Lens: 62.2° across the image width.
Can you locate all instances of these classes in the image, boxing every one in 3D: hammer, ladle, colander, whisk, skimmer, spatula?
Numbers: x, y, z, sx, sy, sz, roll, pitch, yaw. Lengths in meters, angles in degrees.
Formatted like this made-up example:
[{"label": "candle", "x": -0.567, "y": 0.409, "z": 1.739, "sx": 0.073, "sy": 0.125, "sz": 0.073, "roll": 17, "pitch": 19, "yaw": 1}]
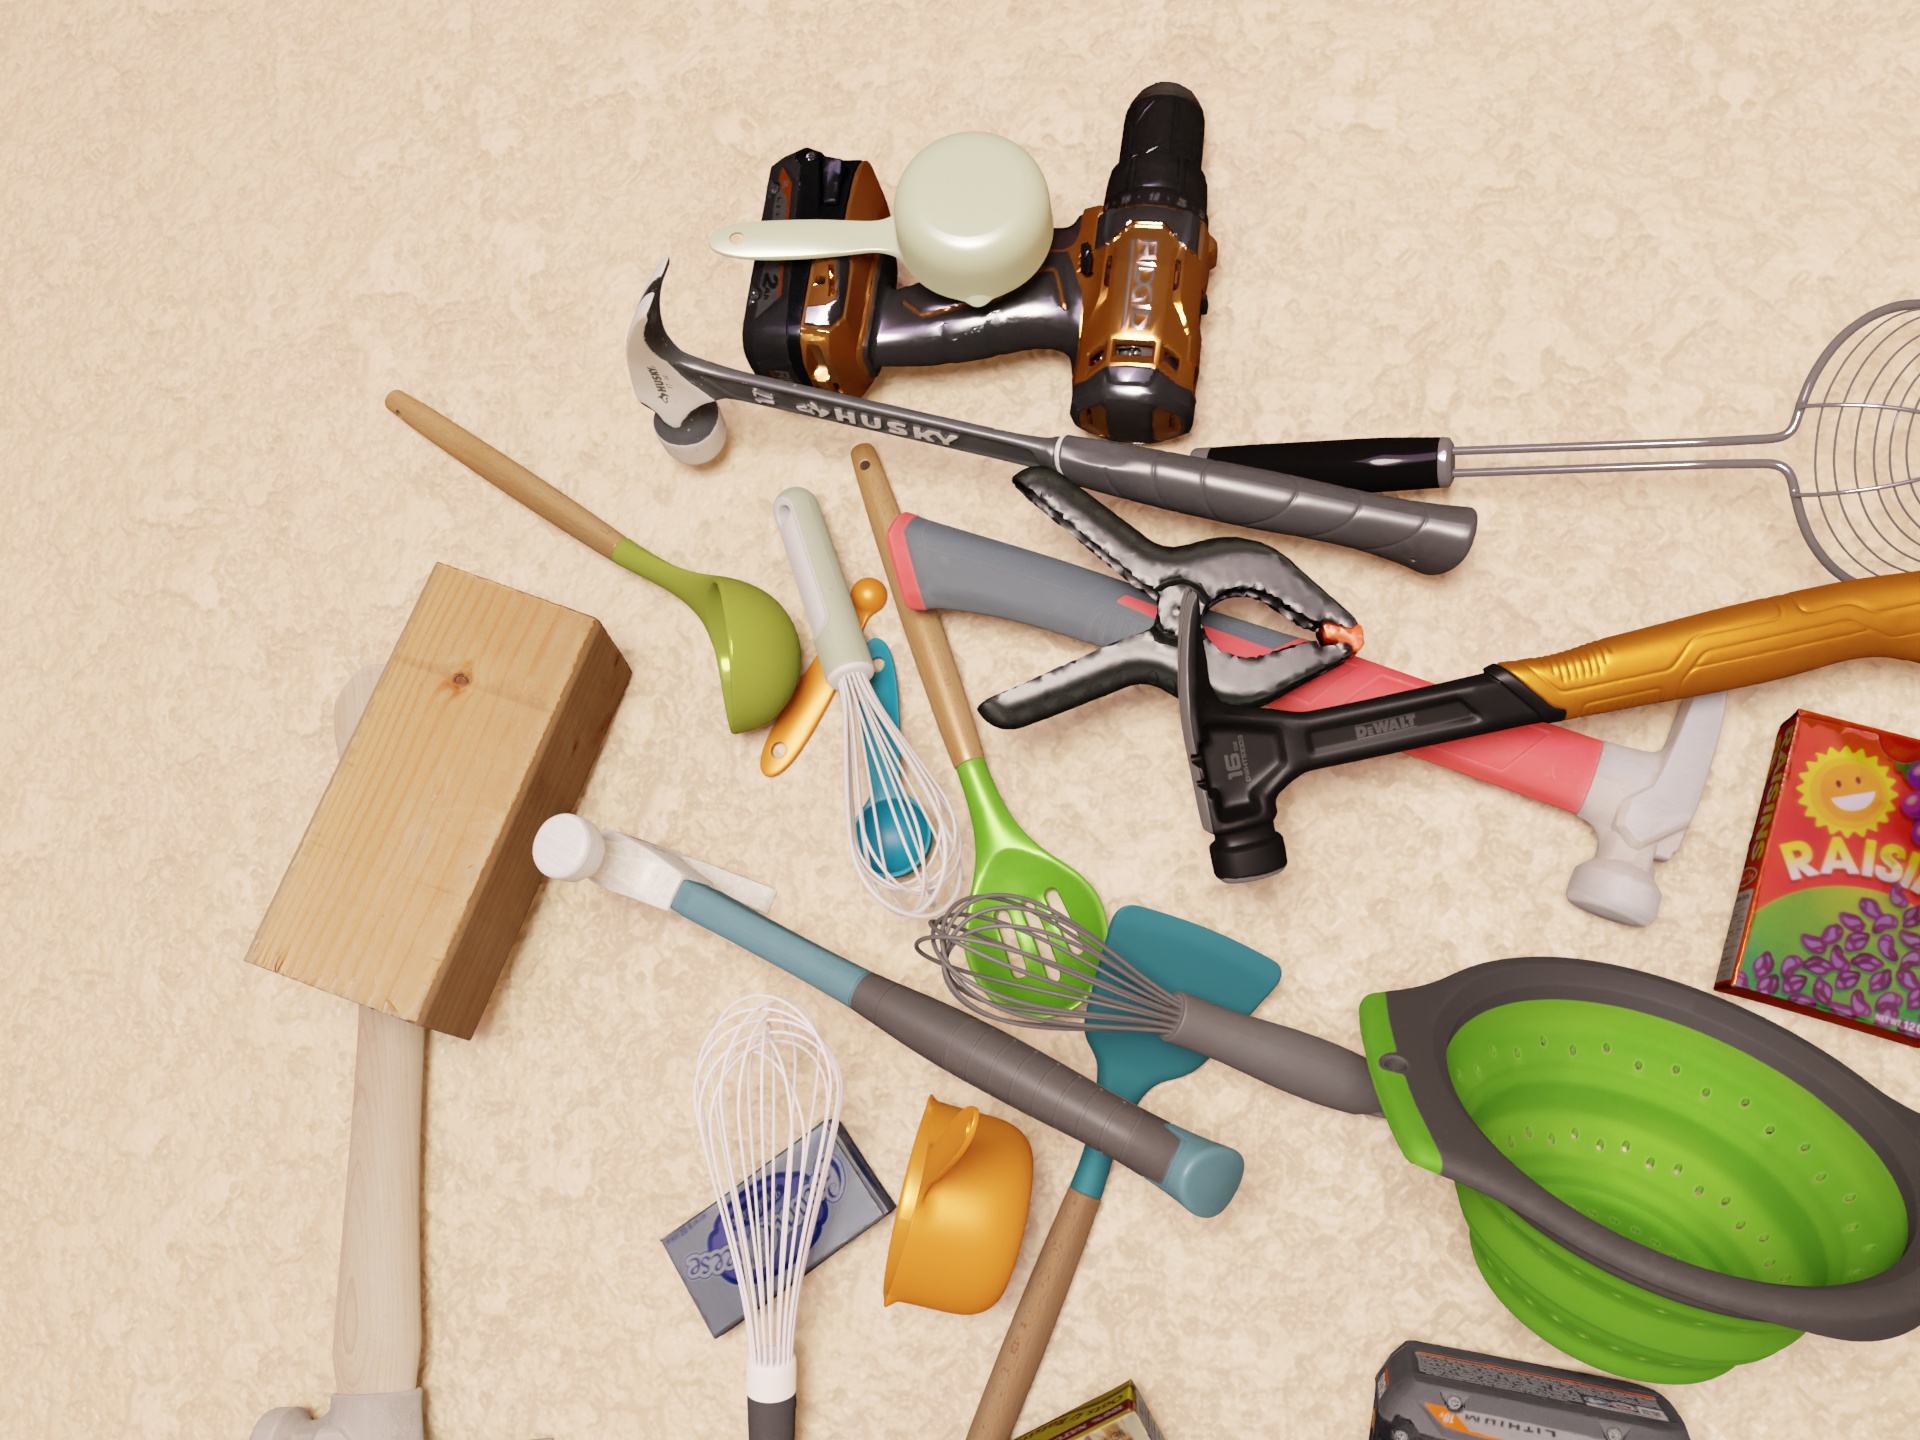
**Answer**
[{"label": "hammer", "x": 0.034, "y": -0.130, "z": 0.748, "sx": 0.409, "sy": 0.149, "sz": 0.036, "roll": 14, "pitch": 73, "yaw": 8}, {"label": "ladle", "x": -0.207, "y": -0.097, "z": 0.843, "sx": 0.320, "sy": 0.078, "sz": 0.062, "roll": 33, "pitch": 52, "yaw": 22}, {"label": "colander", "x": 0.347, "y": 0.200, "z": 0.627, "sx": 0.397, "sy": 0.205, "sz": 0.094, "roll": 9, "pitch": 115, "yaw": -1}, {"label": "hammer", "x": -0.283, "y": 0.171, "z": 0.814, "sx": 0.146, "sy": 0.038, "sz": 0.411, "roll": -6, "pitch": 77, "yaw": 11}, {"label": "hammer", "x": 0.260, "y": -0.025, "z": 0.671, "sx": 0.337, "sy": 0.034, "sz": 0.127, "roll": -12, "pitch": 98, "yaw": 3}, {"label": "hammer", "x": -0.031, "y": 0.126, "z": 0.701, "sx": 0.331, "sy": 0.128, "sz": 0.033, "roll": 24, "pitch": 86, "yaw": 23}, {"label": "hammer", "x": 0.149, "y": -0.039, "z": 0.744, "sx": 0.386, "sy": 0.038, "sz": 0.143, "roll": 20, "pitch": 82, "yaw": 13}, {"label": "whisk", "x": 0.091, "y": 0.129, "z": 0.684, "sx": 0.239, "sy": 0.055, "sz": 0.055, "roll": 22, "pitch": 83, "yaw": -14}, {"label": "whisk", "x": -0.052, "y": -0.015, "z": 0.777, "sx": 0.057, "sy": 0.059, "sz": 0.247, "roll": -48, "pitch": 53, "yaw": 44}, {"label": "skimmer", "x": 0.293, "y": -0.121, "z": 0.740, "sx": 0.363, "sy": 0.090, "sz": 0.127, "roll": 2, "pitch": 100, "yaw": 24}, {"label": "spatula", "x": 0.047, "y": 0.239, "z": 0.716, "sx": 0.082, "sy": 0.044, "sz": 0.317, "roll": 23, "pitch": 86, "yaw": -8}, {"label": "whisk", "x": -0.084, "y": 0.262, "z": 0.713, "sx": 0.070, "sy": 0.070, "sz": 0.284, "roll": 1, "pitch": 95, "yaw": 14}]

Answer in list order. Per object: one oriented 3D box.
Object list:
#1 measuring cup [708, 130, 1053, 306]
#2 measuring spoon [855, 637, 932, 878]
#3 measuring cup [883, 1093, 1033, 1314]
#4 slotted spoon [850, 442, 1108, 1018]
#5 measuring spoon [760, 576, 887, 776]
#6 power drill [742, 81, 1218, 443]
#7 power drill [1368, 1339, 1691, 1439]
[{"label": "measuring cup", "x": -0.039, "y": -0.240, "z": 0.754, "sx": 0.167, "sy": 0.038, "sz": 0.083, "roll": -3, "pitch": 75, "yaw": 2}, {"label": "measuring spoon", "x": -0.036, "y": 0.019, "z": 0.800, "sx": 0.042, "sy": 0.021, "sz": 0.129, "roll": -11, "pitch": 67, "yaw": 13}, {"label": "measuring cup", "x": 0.009, "y": 0.198, "z": 0.672, "sx": 0.052, "sy": 0.173, "sz": 0.095, "roll": 16, "pitch": 59, "yaw": -4}, {"label": "slotted spoon", "x": -0.001, "y": -0.003, "z": 0.789, "sx": 0.070, "sy": 0.031, "sz": 0.314, "roll": -22, "pitch": 72, "yaw": 7}, {"label": "measuring spoon", "x": -0.072, "y": -0.023, "z": 0.816, "sx": 0.021, "sy": 0.011, "sz": 0.117, "roll": 28, "pitch": 86, "yaw": 17}, {"label": "power drill", "x": 0.017, "y": -0.240, "z": 0.809, "sx": 0.226, "sy": 0.084, "sz": 0.185, "roll": 6, "pitch": 77, "yaw": 10}, {"label": "power drill", "x": 0.201, "y": 0.377, "z": 0.633, "sx": 0.164, "sy": 0.084, "sz": 0.226, "roll": 6, "pitch": 84, "yaw": 14}]
